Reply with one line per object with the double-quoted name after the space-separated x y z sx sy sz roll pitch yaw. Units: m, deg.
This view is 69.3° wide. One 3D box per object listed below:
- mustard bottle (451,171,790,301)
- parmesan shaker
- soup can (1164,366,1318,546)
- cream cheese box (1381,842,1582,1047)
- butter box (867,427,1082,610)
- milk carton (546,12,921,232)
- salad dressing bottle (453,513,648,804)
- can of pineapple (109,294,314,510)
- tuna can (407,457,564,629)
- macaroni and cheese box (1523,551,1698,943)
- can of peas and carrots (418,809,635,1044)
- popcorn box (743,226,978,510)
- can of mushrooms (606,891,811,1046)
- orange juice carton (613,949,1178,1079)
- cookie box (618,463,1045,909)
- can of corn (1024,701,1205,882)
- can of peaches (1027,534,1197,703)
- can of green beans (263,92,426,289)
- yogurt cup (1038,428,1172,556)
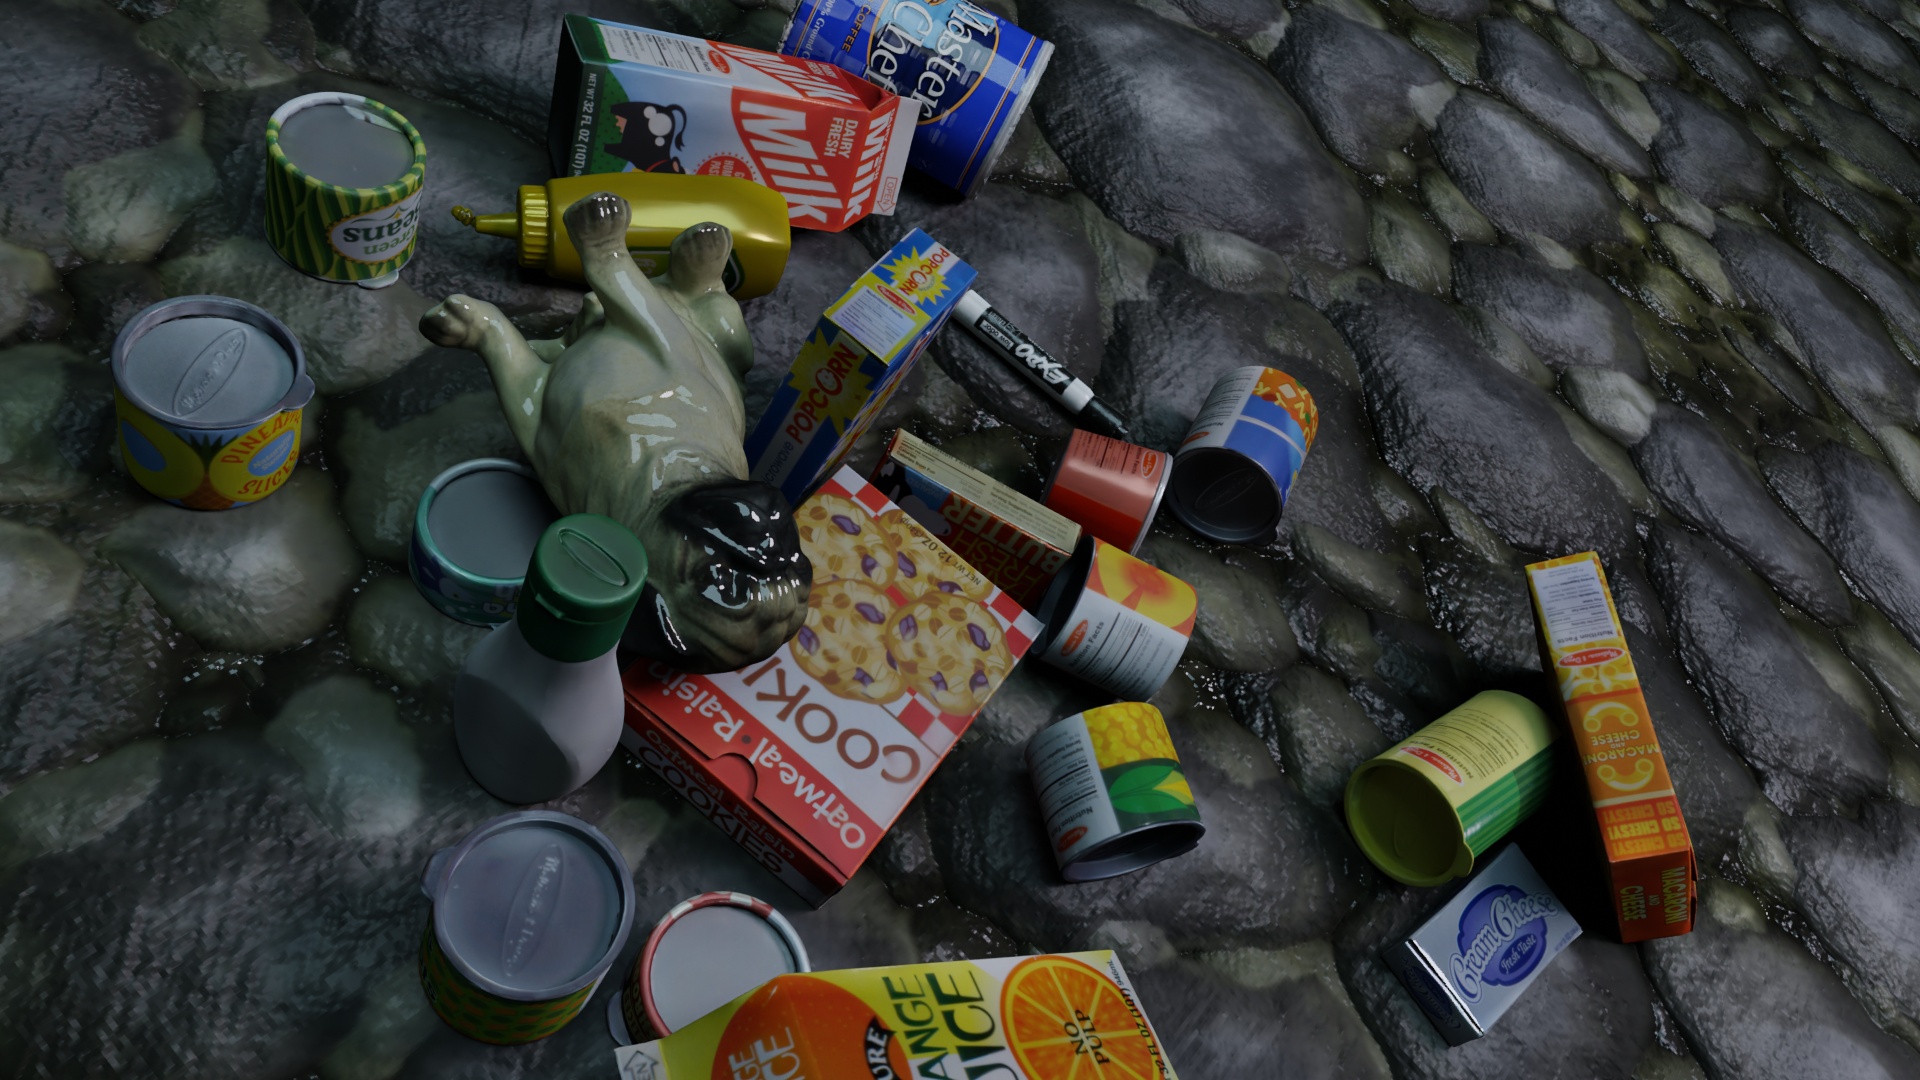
-0.168 -0.152 0.690 0.160 0.065 0.049 -1 67 -21 "mustard bottle"
0.253 0.125 0.699 0.103 0.071 0.071 -19 67 -36 "parmesan shaker"
0.160 -0.047 0.778 0.071 0.071 0.084 35 48 0 "soup can"
0.256 0.195 0.678 0.104 0.024 0.053 -23 69 -37 "cream cheese box"
0.002 -0.008 0.677 0.103 0.052 0.024 28 46 -7 "butter box"
-0.116 -0.218 0.744 0.191 0.072 0.074 1 36 -25 "milk carton"
-0.146 0.045 0.498 0.064 0.147 0.044 39 48 3 "salad dressing bottle"
-0.296 -0.053 0.552 0.071 0.057 0.071 14 52 -18 "can of pineapple"
-0.194 0.002 0.582 0.071 0.032 0.071 14 51 -18 "tuna can"
0.340 0.108 0.727 0.123 0.040 0.167 53 29 -48 "macaroni and cheese box"
-0.155 0.136 0.487 0.071 0.058 0.071 14 52 -18 "can of peas and carrots"
-0.052 -0.077 0.650 0.038 0.126 0.085 40 49 -2 "popcorn box"
-0.092 0.167 0.514 0.071 0.033 0.071 14 52 -19 "can of mushrooms"
-0.019 0.194 0.471 0.193 0.072 0.072 9 38 -37 "orange juice carton"
-0.056 0.057 0.608 0.123 0.040 0.168 39 49 4 "cookie box"
0.069 0.112 0.616 0.071 0.070 0.058 -1 58 -28 "can of corn"
0.073 0.037 0.672 0.058 0.071 0.071 26 49 -9 "can of peaches"
-0.283 -0.162 0.638 0.071 0.057 0.071 14 52 -18 "can of green beans"
0.072 -0.023 0.718 0.054 0.072 0.073 23 49 0 "yogurt cup"
